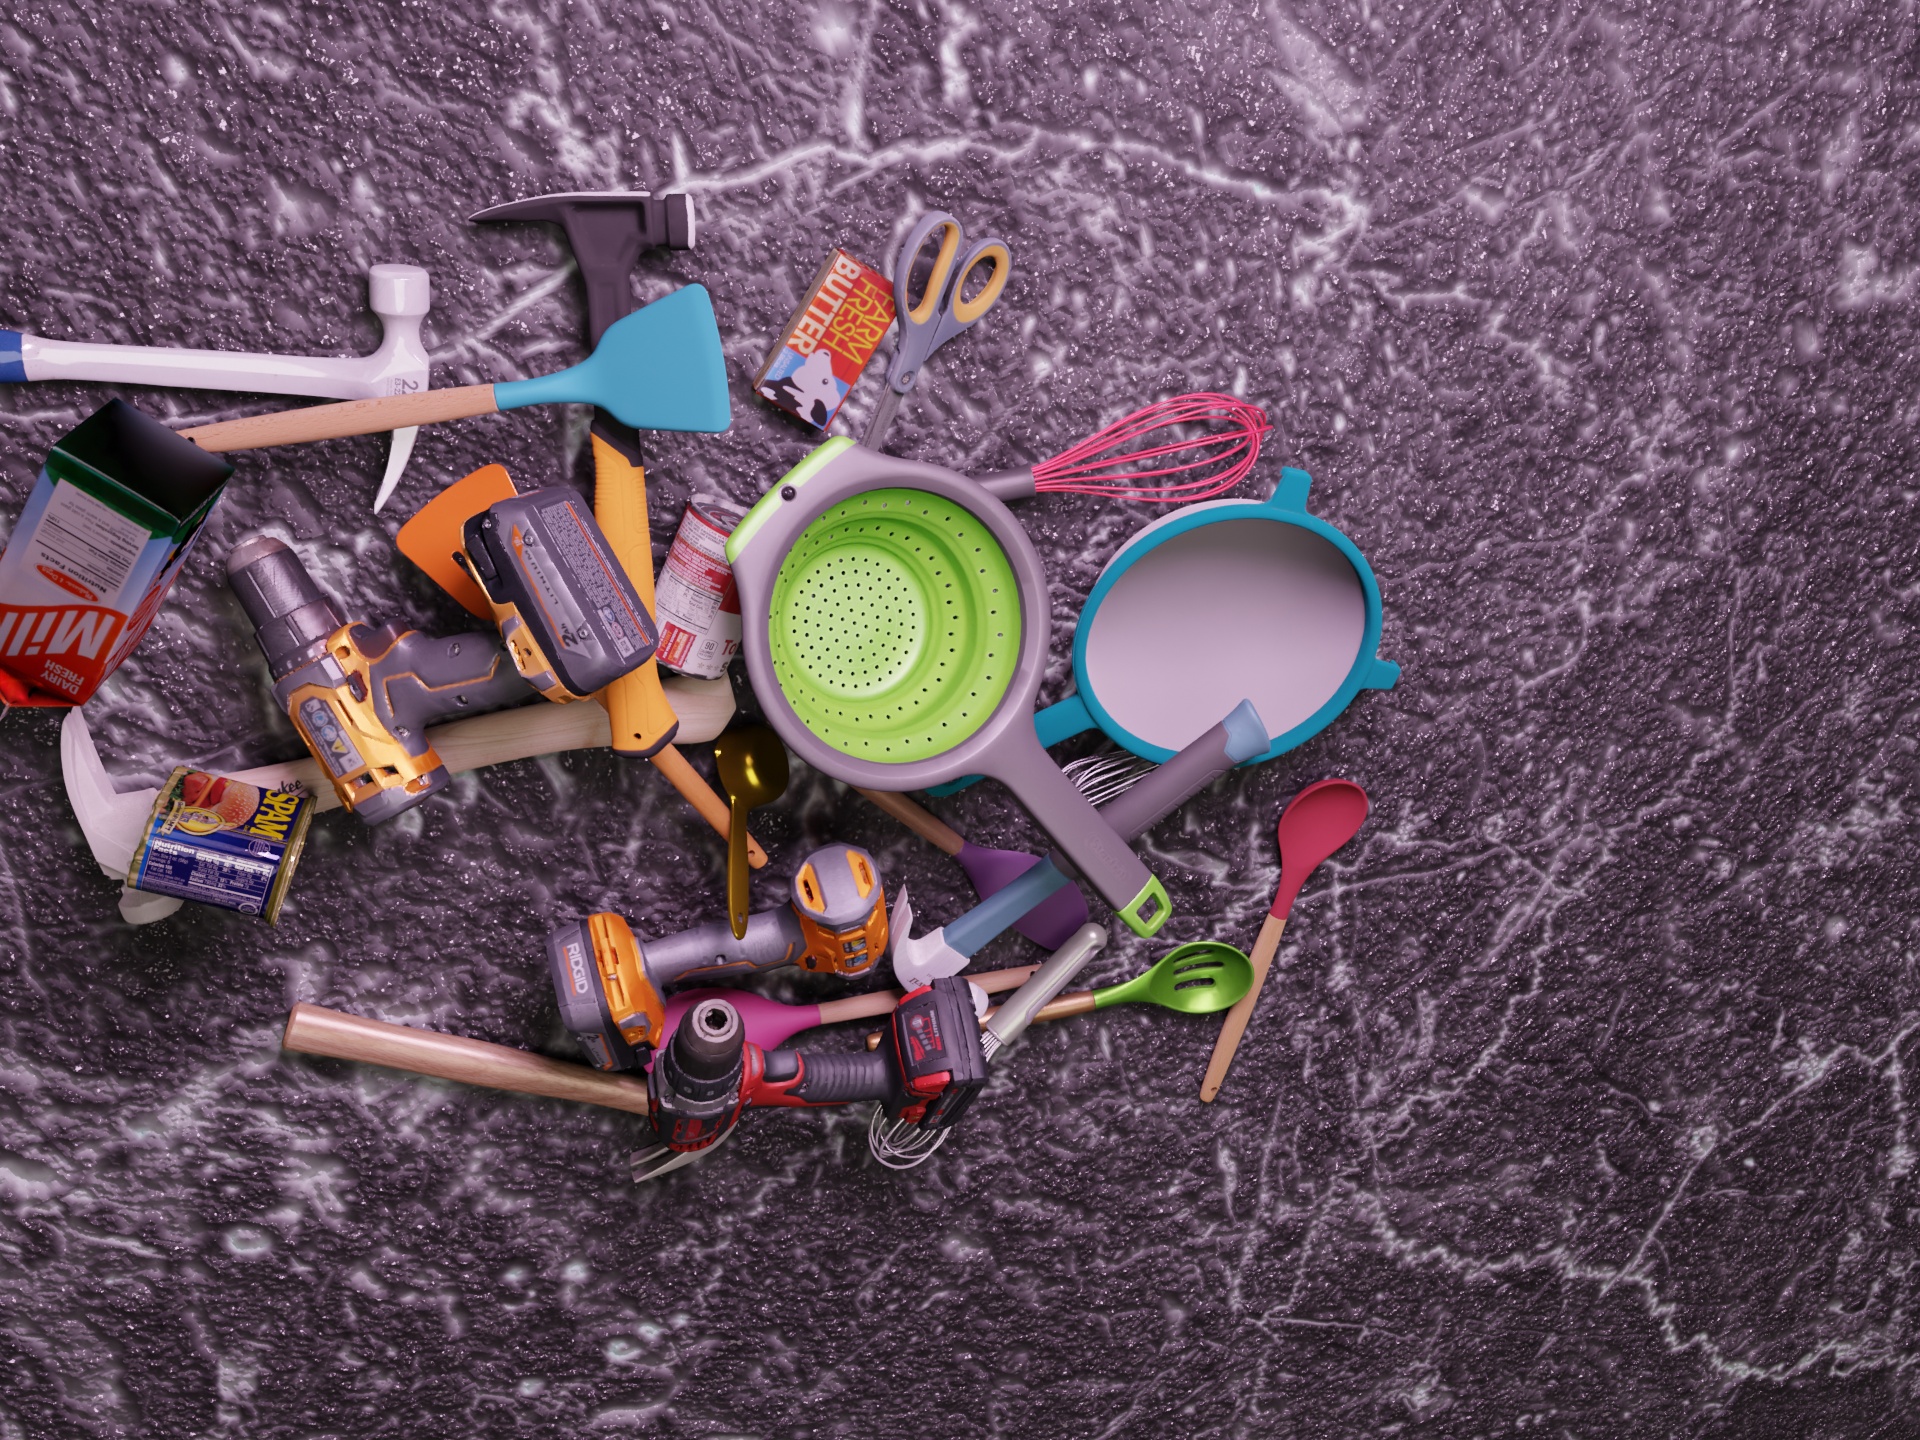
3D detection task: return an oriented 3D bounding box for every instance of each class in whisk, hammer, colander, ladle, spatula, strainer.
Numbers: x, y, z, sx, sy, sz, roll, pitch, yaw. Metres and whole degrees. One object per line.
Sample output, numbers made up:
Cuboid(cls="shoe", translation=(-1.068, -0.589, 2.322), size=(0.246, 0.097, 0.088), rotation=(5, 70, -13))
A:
Cuboid(cls="whisk", translation=(0.066, -0.164, 1.060), size=(0.296, 0.073, 0.073), rotation=(-13, 117, -4))
Cuboid(cls="whisk", translation=(0.187, 0.019, 1.184), size=(0.284, 0.070, 0.070), rotation=(-25, 118, -10))
Cuboid(cls="hammer", translation=(-0.318, 0.257, 1.156), size=(0.331, 0.031, 0.130), rotation=(17, 108, -22))
Cuboid(cls="colander", translation=(-0.002, -0.003, 1.042), size=(0.204, 0.094, 0.396), rotation=(-46, 111, -14))
Cuboid(cls="hammer", translation=(0.083, 0.096, 1.127), size=(0.331, 0.033, 0.128), rotation=(-38, 127, 18))
Cuboid(cls="ladle", translation=(0.250, 0.181, 1.289), size=(0.069, 0.031, 0.315), rotation=(10, 113, -17))
Cuboid(cls="hammer", translation=(-0.353, 0.015, 1.033), size=(0.410, 0.038, 0.146), rotation=(-14, 116, -10))
Cuboid(cls="spatula", translation=(-0.225, -0.018, 1.026), size=(0.081, 0.041, 0.322), rotation=(-37, 119, 0))
Cuboid(cls="whisk", translation=(0.023, 0.246, 1.218), size=(0.246, 0.059, 0.057), rotation=(-45, 147, -3))
Cuboid(cls="spatula", translation=(-0.290, -0.181, 0.898), size=(0.317, 0.044, 0.082), rotation=(-10, 102, -3))
Cuboid(cls="strainer", translation=(0.121, -0.047, 1.118), size=(0.340, 0.095, 0.210), rotation=(-26, 124, 14))
Cuboid(cls="hammer", translation=(-0.214, -0.141, 0.957), size=(0.127, 0.034, 0.336), rotation=(-3, 103, -7))
Cuboid(cls="hammer", translation=(-0.510, -0.196, 0.889), size=(0.405, 0.035, 0.144), rotation=(0, 114, -16))
Cuboid(cls="spatula", translation=(-0.019, 0.078, 1.168), size=(0.315, 0.018, 0.060), rotation=(37, 98, -28))

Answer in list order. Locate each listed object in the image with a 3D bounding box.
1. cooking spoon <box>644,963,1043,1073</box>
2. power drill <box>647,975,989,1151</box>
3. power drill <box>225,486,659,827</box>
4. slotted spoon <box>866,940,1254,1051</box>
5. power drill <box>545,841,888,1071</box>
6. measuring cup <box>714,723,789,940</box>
Cuboid(cls="cooking spoon", translation=(-0.082, 0.217, 1.201), size=(0.318, 0.017, 0.069), rotation=(-7, 81, -18))
Cuboid(cls="power drill", translation=(-0.099, 0.233, 1.094), size=(0.226, 0.080, 0.187), rotation=(-3, 148, -18))
Cuboid(cls="power drill", translation=(-0.314, -0.058, 0.934), size=(0.226, 0.084, 0.185), rotation=(-26, 99, 20))
Cuboid(cls="slotted spoon", translation=(0.080, 0.224, 1.260), size=(0.313, 0.031, 0.070), rotation=(-10, 116, -10))
Cuboid(cls="power drill", translation=(-0.160, 0.170, 1.119), size=(0.226, 0.084, 0.164), rotation=(-17, 152, -8))
Cuboid(cls="measuring cup", translation=(-0.137, 0.072, 1.059), size=(0.029, 0.157, 0.062), rotation=(-18, 145, 21))
